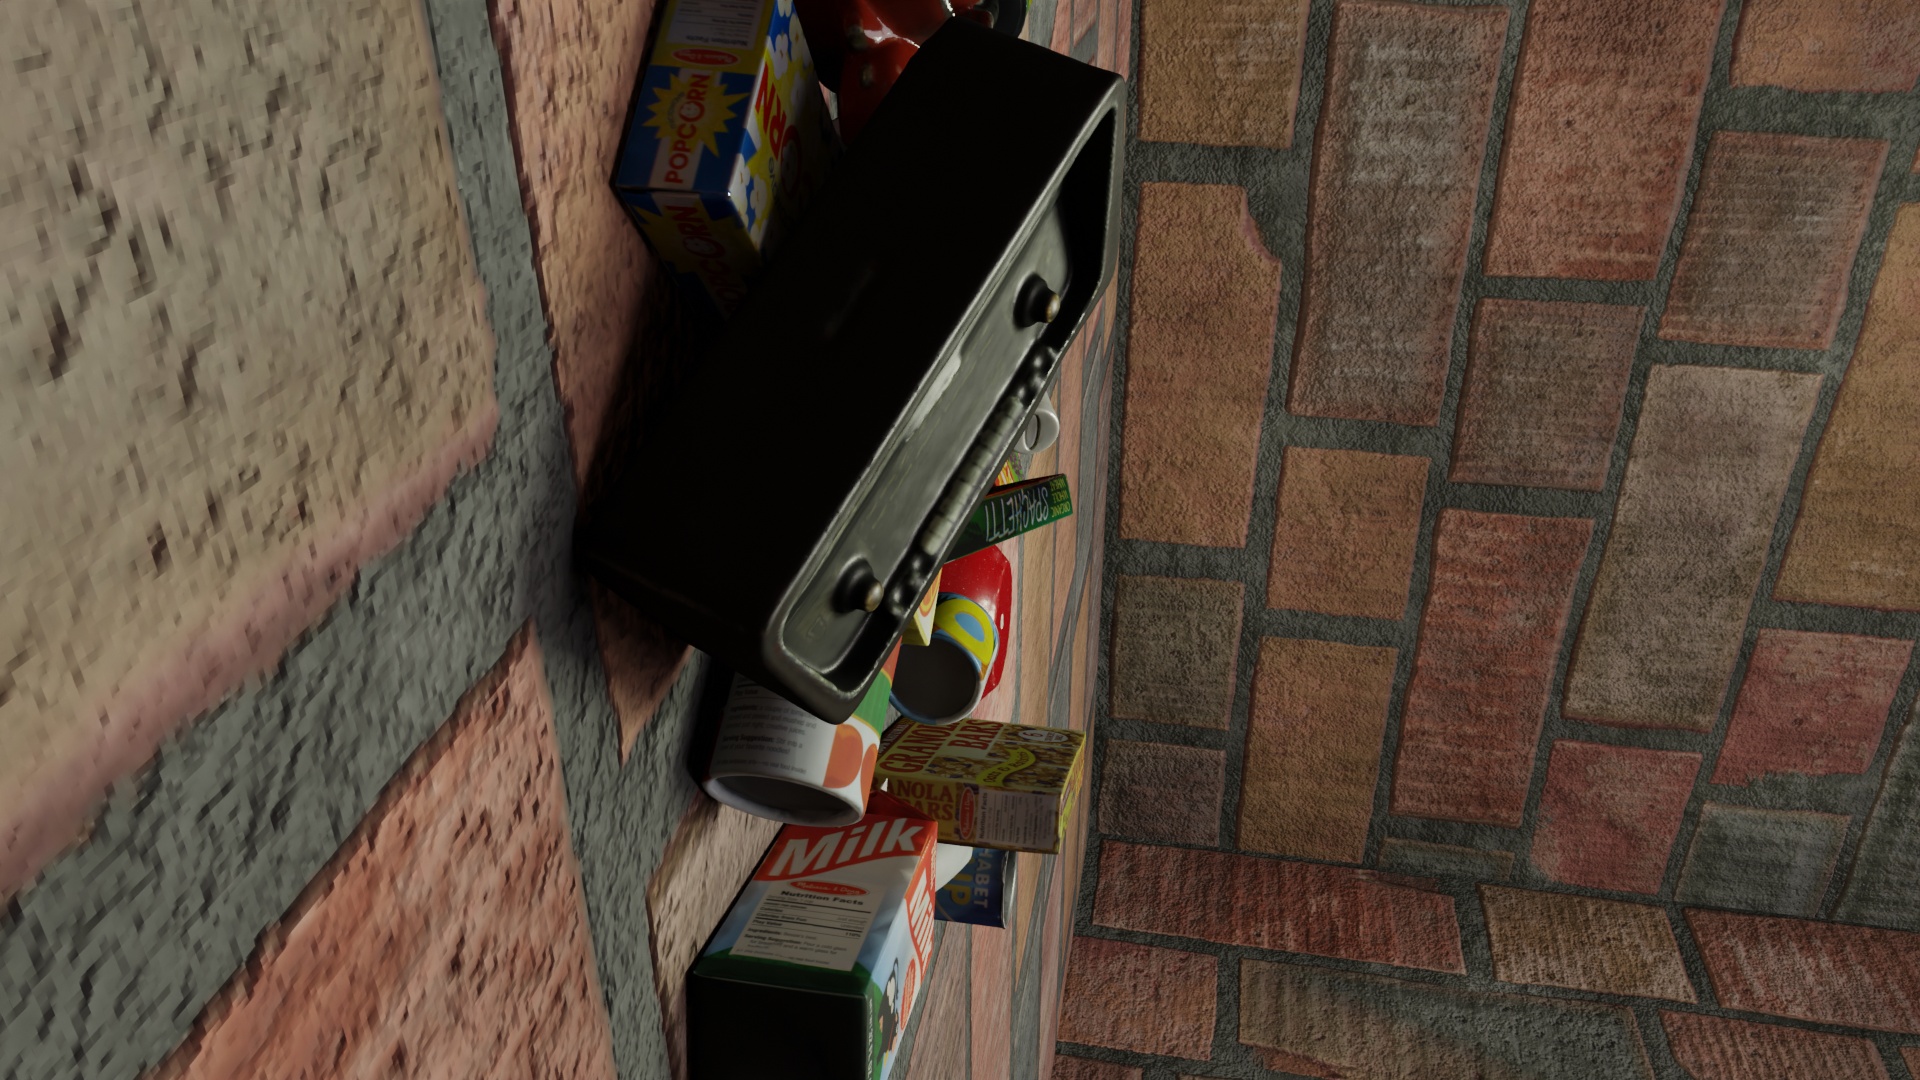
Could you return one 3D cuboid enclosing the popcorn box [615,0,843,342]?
[{"bbox_3d":[-0.072,-0.122,0.484,0.126,0.038,0.085,70,28,-69],"label":"popcorn box"}]

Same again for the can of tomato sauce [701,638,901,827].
[{"bbox_3d":[-0.062,0.066,0.560,0.071,0.071,0.083,78,20,-61],"label":"can of tomato sauce"}]

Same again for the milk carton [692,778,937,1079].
[{"bbox_3d":[-0.056,0.181,0.637,0.191,0.073,0.072,-58,151,-71],"label":"milk carton"}]

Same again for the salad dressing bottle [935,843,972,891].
[{"bbox_3d":[-0.037,0.193,0.812,0.148,0.064,0.044,-21,100,-71],"label":"salad dressing bottle"}]

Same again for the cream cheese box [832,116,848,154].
[{"bbox_3d":[-0.016,-0.156,0.618,0.024,0.104,0.053,-38,134,-22],"label":"cream cheese box"}]

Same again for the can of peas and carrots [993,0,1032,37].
[{"bbox_3d":[0.011,-0.316,0.799,0.059,0.071,0.070,-75,167,-48],"label":"can of peas and carrots"}]

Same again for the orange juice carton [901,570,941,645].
[{"bbox_3d":[-0.038,-0.057,0.626,0.072,0.072,0.193,75,22,-67],"label":"orange juice carton"}]

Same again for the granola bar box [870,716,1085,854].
[{"bbox_3d":[0.008,0.145,0.852,0.166,0.124,0.039,-22,117,-80],"label":"granola bar box"}]

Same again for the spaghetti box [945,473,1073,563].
[{"bbox_3d":[0.003,-0.010,0.792,0.251,0.050,0.028,-20,98,-66],"label":"spaghetti box"}]

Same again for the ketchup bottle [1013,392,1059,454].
[{"bbox_3d":[0.030,-0.115,0.923,0.149,0.043,0.064,-106,-165,-48],"label":"ketchup bottle"}]

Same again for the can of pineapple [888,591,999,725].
[{"bbox_3d":[-0.014,0.072,0.866,0.058,0.071,0.070,-64,157,-66],"label":"can of pineapple"}]

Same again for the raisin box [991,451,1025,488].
[{"bbox_3d":[0.013,-0.055,0.975,0.123,0.040,0.086,-35,111,-78],"label":"raisin box"}]

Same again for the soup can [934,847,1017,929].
[{"bbox_3d":[-0.008,0.216,0.915,0.071,0.084,0.071,2,92,-81],"label":"soup can"}]
